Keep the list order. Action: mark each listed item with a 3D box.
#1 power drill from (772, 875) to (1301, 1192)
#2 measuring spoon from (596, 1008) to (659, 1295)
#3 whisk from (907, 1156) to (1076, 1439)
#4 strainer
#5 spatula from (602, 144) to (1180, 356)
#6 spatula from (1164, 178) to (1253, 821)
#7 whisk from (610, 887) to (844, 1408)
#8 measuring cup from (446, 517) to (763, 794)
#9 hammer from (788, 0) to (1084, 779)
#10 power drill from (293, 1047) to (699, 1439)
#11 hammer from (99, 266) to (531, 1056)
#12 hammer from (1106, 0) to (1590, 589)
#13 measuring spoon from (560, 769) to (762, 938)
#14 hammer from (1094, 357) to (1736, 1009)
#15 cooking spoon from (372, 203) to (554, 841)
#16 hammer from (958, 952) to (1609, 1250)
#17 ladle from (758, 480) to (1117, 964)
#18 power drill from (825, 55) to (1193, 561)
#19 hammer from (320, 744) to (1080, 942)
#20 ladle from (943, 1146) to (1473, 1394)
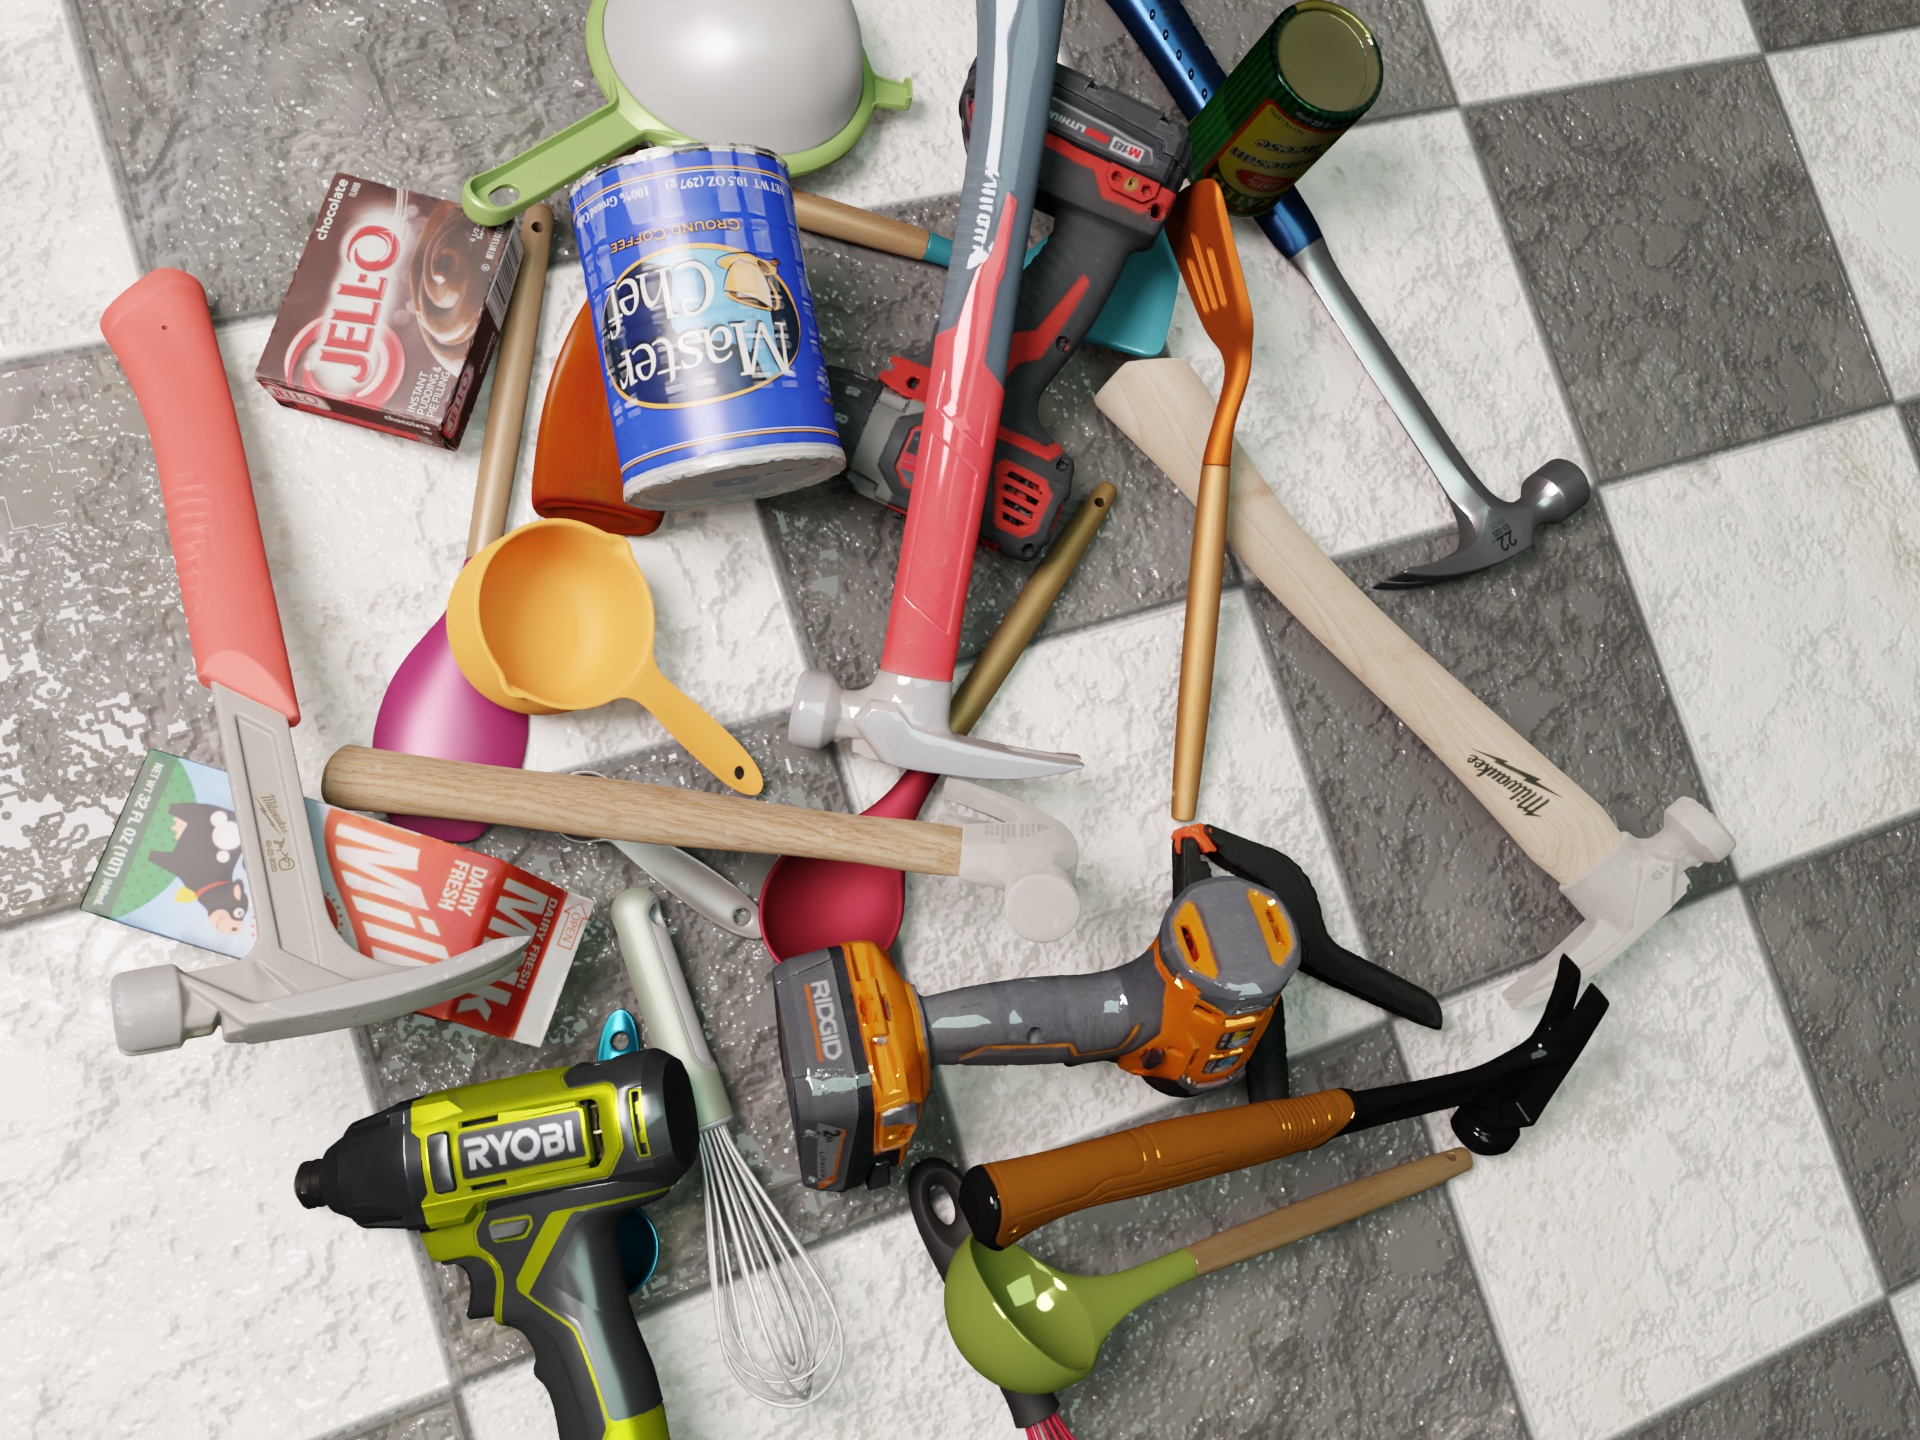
[{"bbox_3d":[0.033,0.150,0.734,0.226,0.164,0.084,-9,57,-10],"label":"power drill"},{"bbox_3d":[-0.157,0.199,0.733,0.042,0.021,0.129,-2,71,0],"label":"measuring spoon"},{"bbox_3d":[0.045,0.344,0.746,0.073,0.073,0.296,-23,80,-19],"label":"whisk"},{"bbox_3d":[-0.140,-0.321,0.773,0.151,0.069,0.256,43,58,2],"label":"strainer"},{"bbox_3d":[-0.040,-0.262,0.835,0.317,0.044,0.082,12,82,-13],"label":"spatula"},{"bbox_3d":[0.121,-0.108,0.822,0.041,0.081,0.322,3,96,-12],"label":"spatula"},{"bbox_3d":[-0.113,0.193,0.730,0.059,0.057,0.246,-22,82,11],"label":"whisk"},{"bbox_3d":[-0.166,-0.019,0.755,0.173,0.052,0.095,46,59,-27],"label":"measuring cup"},{"bbox_3d":[0.020,-0.165,0.742,0.143,0.038,0.386,10,98,-3],"label":"hammer"},{"bbox_3d":[-0.186,0.264,0.669,0.171,0.080,0.223,-12,80,4],"label":"power drill"},{"bbox_3d":[-0.296,-0.042,0.670,0.149,0.036,0.359,-9,65,-29],"label":"hammer"},{"bbox_3d":[0.200,-0.259,0.909,0.144,0.035,0.405,-34,91,-19],"label":"hammer"},{"bbox_3d":[-0.143,0.067,0.762,0.124,0.018,0.034,38,79,-14],"label":"measuring spoon"},{"bbox_3d":[0.219,-0.031,0.861,0.146,0.038,0.410,-44,89,9],"label":"hammer"},{"bbox_3d":[-0.226,-0.101,0.763,0.068,0.017,0.319,9,78,-17],"label":"cooking spoon"},{"bbox_3d":[0.156,0.188,0.751,0.336,0.127,0.034,-6,41,-26],"label":"hammer"},{"bbox_3d":[-0.001,-0.003,0.808,0.069,0.031,0.315,35,71,-4],"label":"ladle"},{"bbox_3d":[-0.003,-0.212,0.794,0.188,0.080,0.226,23,97,-3],"label":"power drill"},{"bbox_3d":[-0.113,0.044,0.708,0.331,0.130,0.031,7,103,0],"label":"hammer"},{"bbox_3d":[0.134,0.247,0.768,0.320,0.062,0.078,-9,40,-29],"label":"ladle"}]
